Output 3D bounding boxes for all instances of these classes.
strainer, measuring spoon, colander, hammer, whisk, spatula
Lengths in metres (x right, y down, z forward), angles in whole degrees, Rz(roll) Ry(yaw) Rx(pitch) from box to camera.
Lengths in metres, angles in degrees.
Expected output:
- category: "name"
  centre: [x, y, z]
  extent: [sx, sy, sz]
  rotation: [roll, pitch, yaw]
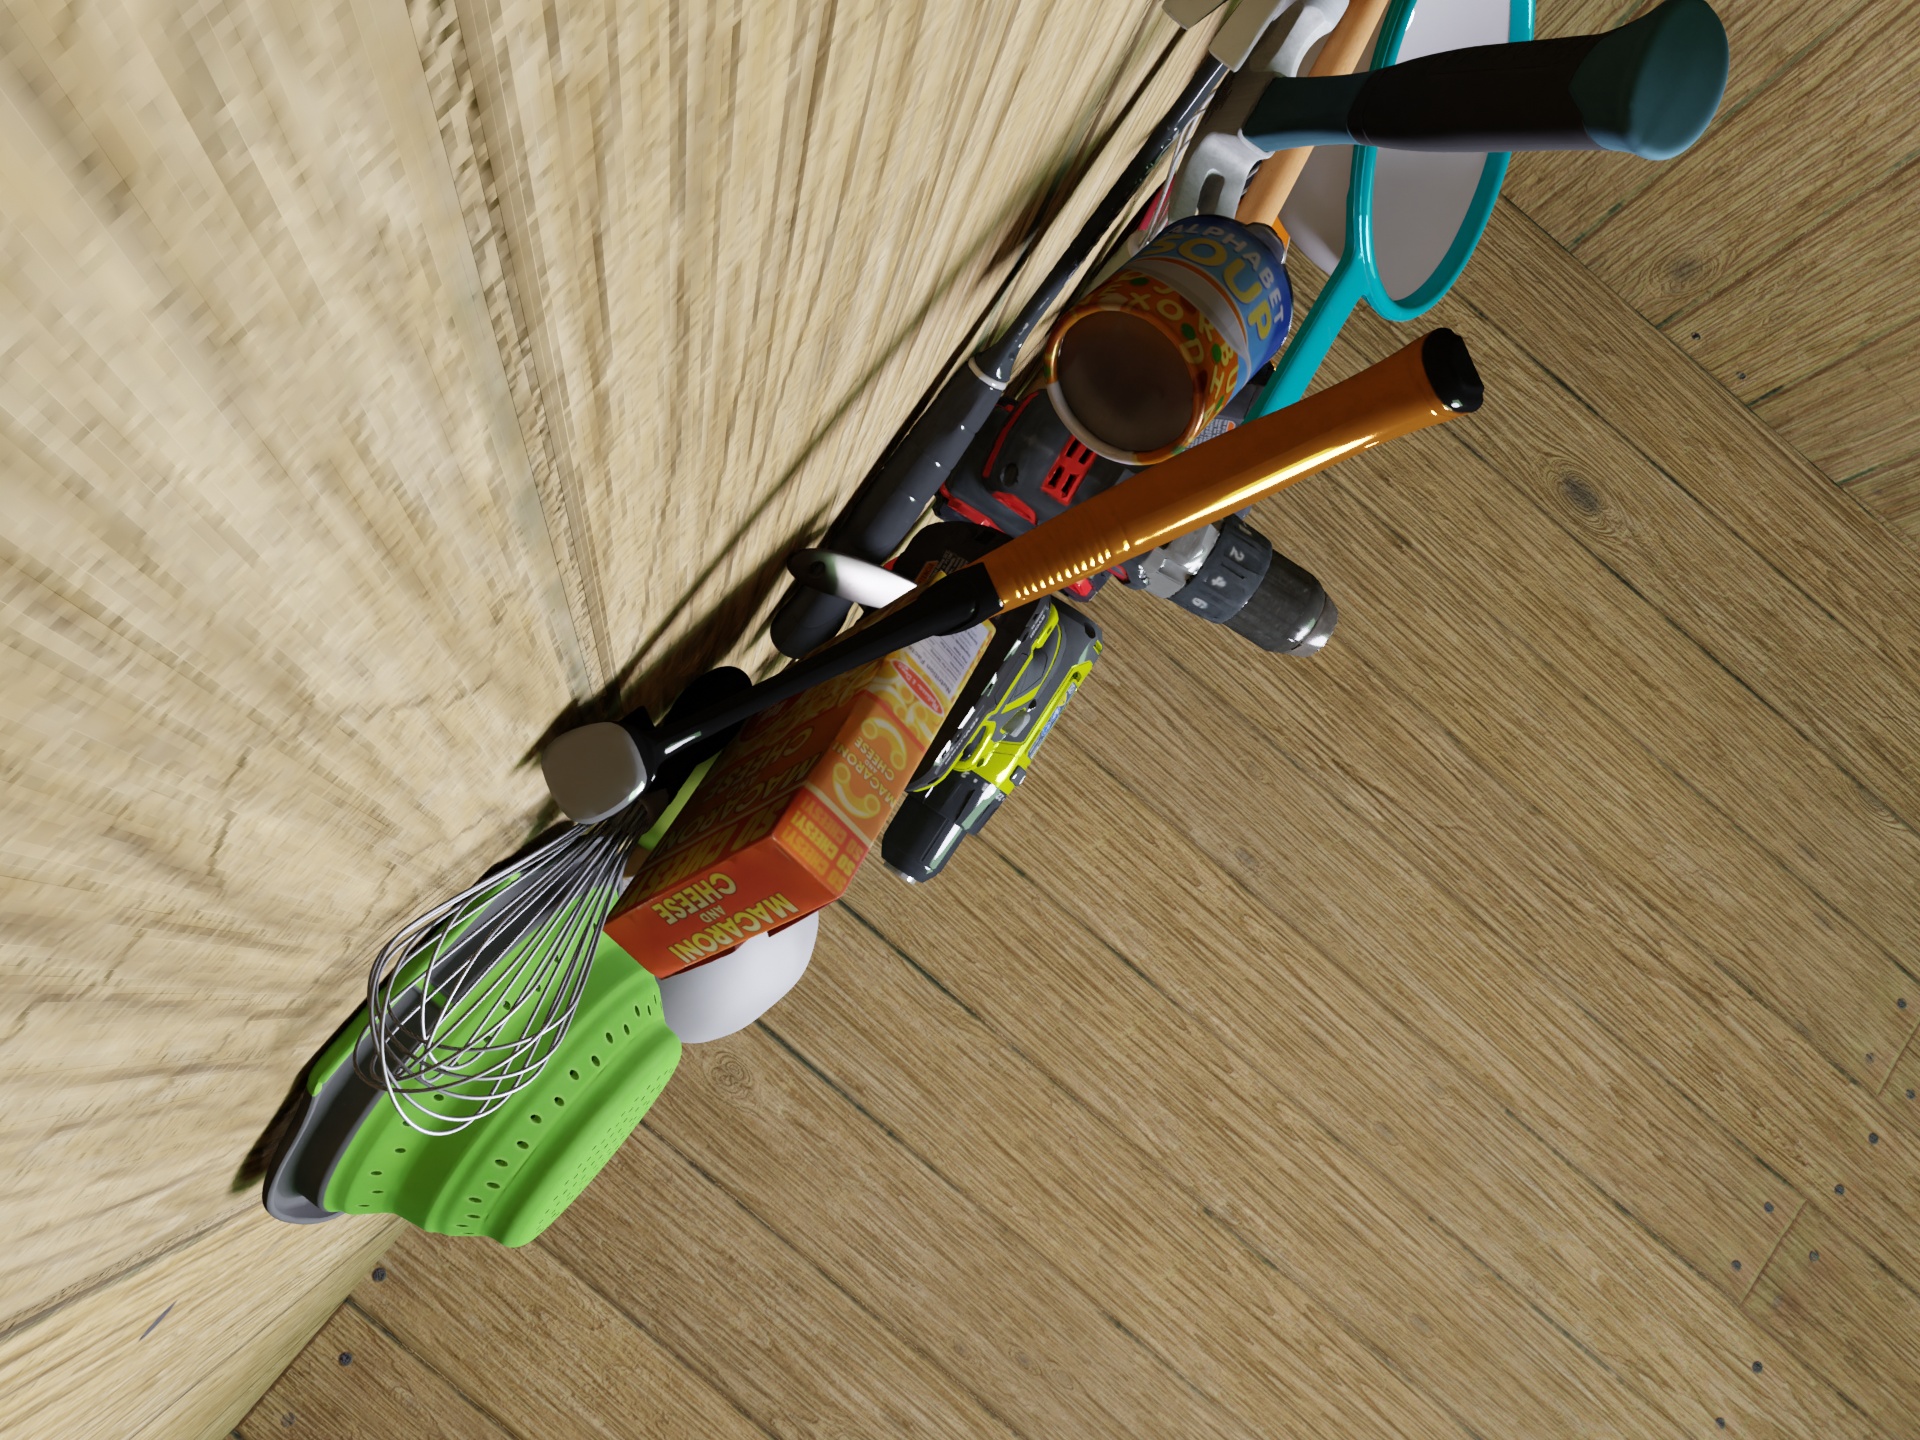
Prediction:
- category: "strainer"
  centre: [0.190, -0.274, 0.834]
  extent: [0.340, 0.095, 0.210]
  rotation: [-59, 149, -13]
- category: "measuring spoon"
  centre: [-0.030, -0.055, 0.721]
  extent: [0.124, 0.018, 0.034]
  rotation: [15, 115, -47]
- category: "colander"
  centre: [-0.201, 0.183, 0.762]
  extent: [0.204, 0.094, 0.397]
  rotation: [-50, 175, -21]
- category: "hammer"
  centre: [0.154, -0.219, 0.561]
  extent: [0.128, 0.033, 0.331]
  rotation: [-58, -160, 10]
- category: "hammer"
  centre: [0.019, -0.154, 0.660]
  extent: [0.408, 0.036, 0.149]
  rotation: [-48, -179, 41]
- category: "whisk"
  centre: [-0.139, 0.050, 0.612]
  extent: [0.070, 0.070, 0.285]
  rotation: [-49, -173, 32]
- category: "strainer"
  centre: [-0.121, 0.119, 0.828]
  extent: [0.151, 0.069, 0.256]
  rotation: [-37, 173, -13]
- category: "whisk"
  centre: [0.104, -0.252, 0.841]
  extent: [0.058, 0.059, 0.246]
  rotation: [-39, -178, -25]
- category: "spatula"
  centre: [0.180, -0.299, 0.711]
  extent: [0.322, 0.041, 0.081]
  rotation: [-62, -146, 5]
- category: "hammer"
  centre: [0.021, -0.051, 0.558]
  extent: [0.337, 0.034, 0.127]
  rotation: [-25, -177, 2]

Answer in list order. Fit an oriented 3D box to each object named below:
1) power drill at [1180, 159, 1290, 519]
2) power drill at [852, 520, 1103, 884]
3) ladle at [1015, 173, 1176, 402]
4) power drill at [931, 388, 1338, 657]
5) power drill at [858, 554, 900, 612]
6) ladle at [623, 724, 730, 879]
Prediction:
- category: "power drill"
  centre: [0.162, -0.253, 0.965]
  extent: [0.164, 0.084, 0.227]
  rotation: [88, 15, -62]
- category: "power drill"
  centre: [-0.001, -0.003, 0.885]
  extent: [0.190, 0.080, 0.228]
  rotation: [-57, 164, -4]
- category: "ladle"
  centre: [0.065, -0.231, 1.017]
  extent: [0.069, 0.031, 0.315]
  rotation: [-52, -176, -33]
- category: "power drill"
  centre: [0.084, -0.101, 0.831]
  extent: [0.080, 0.187, 0.227]
  rotation: [-59, -166, 3]
- category: "power drill"
  centre: [0.034, -0.135, 1.057]
  extent: [0.219, 0.078, 0.143]
  rotation: [-47, 171, 28]
- category: "ladle"
  centre: [-0.169, 0.055, 0.865]
  extent: [0.078, 0.062, 0.320]
  rotation: [-47, -173, -23]
